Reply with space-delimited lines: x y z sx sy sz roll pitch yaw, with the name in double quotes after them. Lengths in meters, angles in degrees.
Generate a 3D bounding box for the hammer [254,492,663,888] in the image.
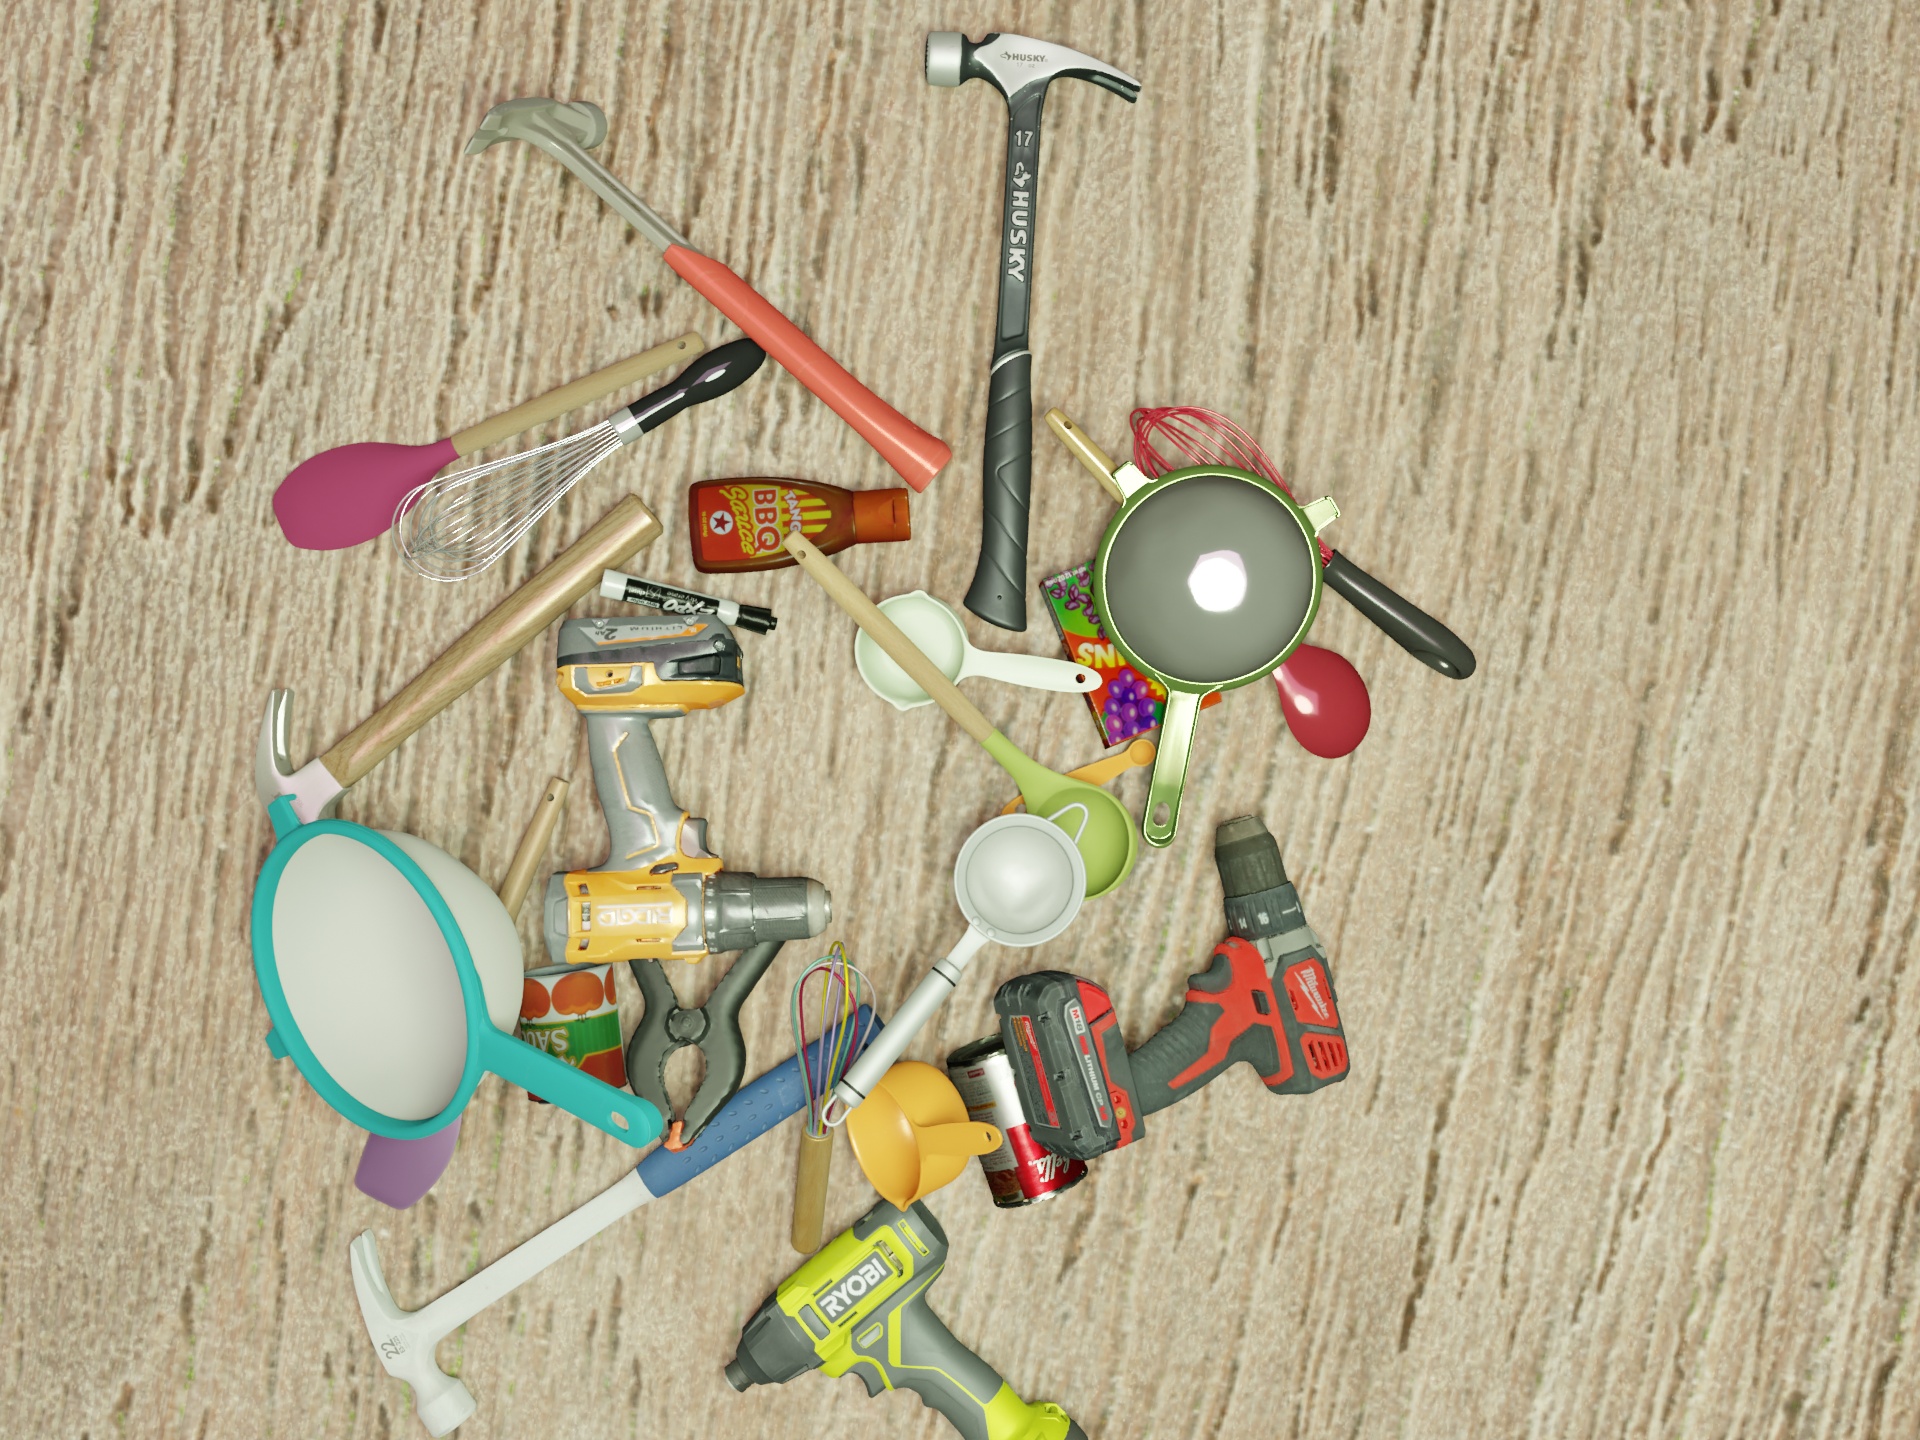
-0.341 -0.040 1.089 0.331 0.031 0.130 -40 90 -1 "hammer"

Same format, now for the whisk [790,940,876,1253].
-0.092 0.253 1.040 0.047 0.051 0.244 27 120 37 "whisk"

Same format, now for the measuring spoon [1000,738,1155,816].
0.081 0.042 1.102 0.117 0.011 0.021 -25 105 3 "measuring spoon"

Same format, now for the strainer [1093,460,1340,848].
0.153 -0.037 1.026 0.151 0.069 0.256 10 98 -2 "strainer"

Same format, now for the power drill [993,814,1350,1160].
0.141 0.174 1.043 0.226 0.080 0.188 -14 86 -23 "power drill"

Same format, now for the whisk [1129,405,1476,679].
0.233 -0.119 1.082 0.296 0.073 0.073 36 89 -5 "whisk"

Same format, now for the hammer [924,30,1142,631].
0.041 -0.265 1.093 0.149 0.036 0.409 3 90 -1 "hammer"

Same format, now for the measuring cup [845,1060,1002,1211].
-0.008 0.262 1.024 0.052 0.173 0.095 -14 86 -37 "measuring cup"

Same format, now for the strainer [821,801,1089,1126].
-0.005 0.154 1.020 0.087 0.050 0.258 40 77 -1 "strainer"

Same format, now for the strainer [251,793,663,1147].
-0.301 0.175 1.006 0.340 0.095 0.211 19 112 25 "strainer"

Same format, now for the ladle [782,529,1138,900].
-0.002 -0.003 1.042 0.078 0.062 0.320 -39 106 20 "ladle"

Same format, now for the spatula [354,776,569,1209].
-0.334 0.186 1.092 0.060 0.018 0.316 23 90 7 "spatula"

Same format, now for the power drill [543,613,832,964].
-0.180 0.047 1.053 0.185 0.084 0.226 -2 83 -1 "power drill"

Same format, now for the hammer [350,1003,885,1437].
-0.226 0.315 1.082 0.405 0.035 0.144 -33 90 -1 "hammer"

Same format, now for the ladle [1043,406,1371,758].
0.169 -0.093 1.067 0.315 0.031 0.069 45 72 -8 "ladle"

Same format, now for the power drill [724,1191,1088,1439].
-0.035 0.453 1.065 0.171 0.080 0.223 -40 86 -2 "power drill"

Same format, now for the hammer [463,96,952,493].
-0.154 -0.279 1.054 0.359 0.149 0.036 41 117 -6 "hammer"

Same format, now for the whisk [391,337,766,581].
-0.256 -0.185 1.081 0.284 0.070 0.070 -32 90 -5 "whisk"

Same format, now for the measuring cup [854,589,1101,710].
0.013 -0.042 1.080 0.167 0.038 0.083 10 101 3 "measuring cup"

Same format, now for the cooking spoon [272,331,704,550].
-0.325 -0.199 1.097 0.319 0.017 0.069 -24 90 0 "cooking spoon"
